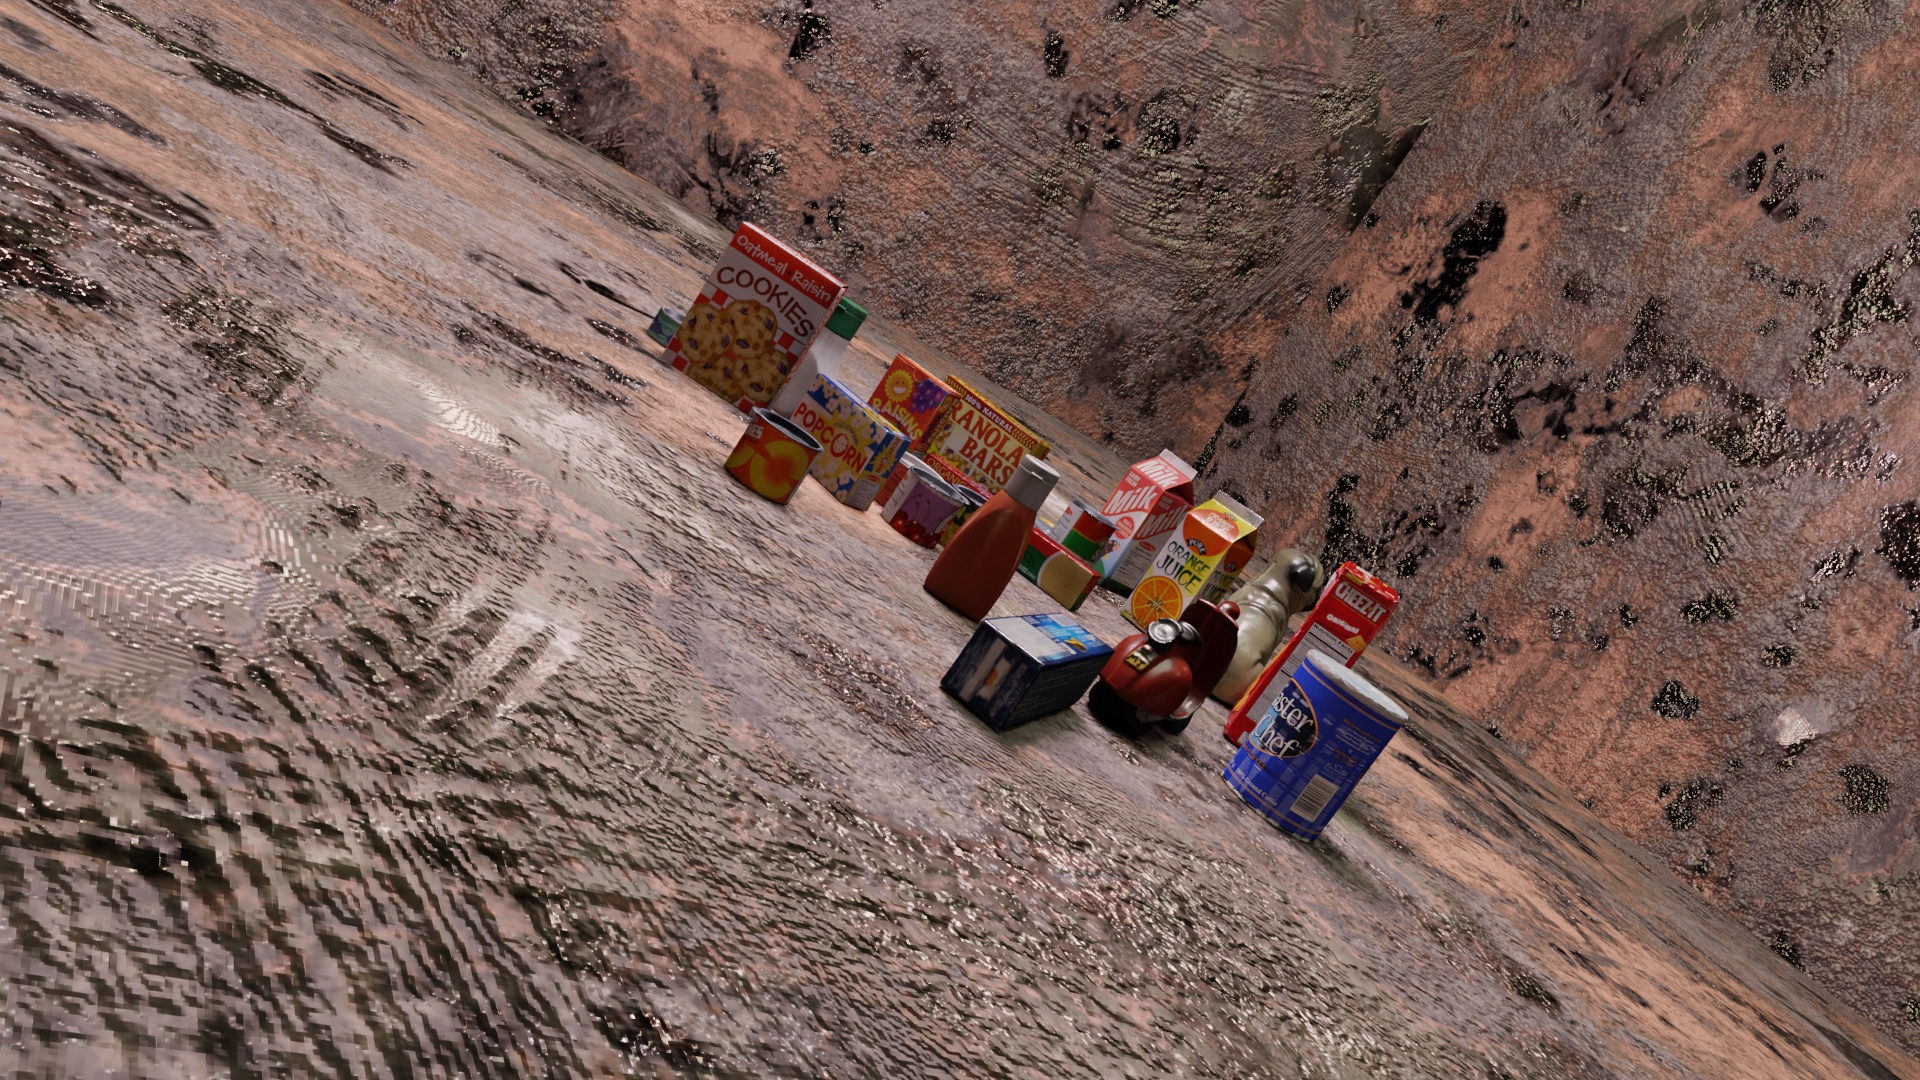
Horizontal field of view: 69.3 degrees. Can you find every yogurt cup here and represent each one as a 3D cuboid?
[{"bbox_3d":[-0.058,-0.057,1.450,0.072,0.054,0.072,32,10,-6],"label":"yogurt cup"}]

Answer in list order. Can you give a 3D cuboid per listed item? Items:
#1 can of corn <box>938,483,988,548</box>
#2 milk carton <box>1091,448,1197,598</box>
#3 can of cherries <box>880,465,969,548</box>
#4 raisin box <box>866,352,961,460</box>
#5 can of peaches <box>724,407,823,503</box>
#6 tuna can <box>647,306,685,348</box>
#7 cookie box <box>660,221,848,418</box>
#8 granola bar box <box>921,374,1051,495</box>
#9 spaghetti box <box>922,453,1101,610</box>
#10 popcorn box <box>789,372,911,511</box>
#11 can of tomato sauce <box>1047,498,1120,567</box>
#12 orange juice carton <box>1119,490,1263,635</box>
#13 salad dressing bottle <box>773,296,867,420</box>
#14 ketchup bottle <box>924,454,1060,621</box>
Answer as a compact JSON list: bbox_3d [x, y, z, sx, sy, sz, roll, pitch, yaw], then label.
[{"bbox_3d":[0.005,-0.018,1.451,0.071,0.058,0.071,32,10,-6],"label":"can of corn"},{"bbox_3d":[0.235,-0.026,1.814,0.073,0.190,0.072,24,13,-43],"label":"milk carton"},{"bbox_3d":[-0.035,-0.032,1.392,0.071,0.058,0.071,32,10,-6],"label":"can of cherries"},{"bbox_3d":[-0.068,-0.142,1.616,0.086,0.123,0.040,38,11,23],"label":"raisin box"},{"bbox_3d":[-0.163,-0.073,1.197,0.071,0.058,0.071,32,10,-6],"label":"can of peaches"},{"bbox_3d":[-0.309,-0.228,1.528,0.071,0.032,0.071,32,10,-6],"label":"tuna can"},{"bbox_3d":[-0.214,-0.228,1.444,0.123,0.167,0.040,33,10,-2],"label":"cookie box"},{"bbox_3d":[0.015,-0.111,1.723,0.166,0.124,0.039,39,11,30],"label":"granola bar box"},{"bbox_3d":[0.045,-0.012,1.569,0.250,0.050,0.029,37,11,21],"label":"spaghetti box"},{"bbox_3d":[-0.117,-0.098,1.373,0.127,0.085,0.038,41,12,37],"label":"popcorn box"},{"bbox_3d":[0.145,0.001,1.718,0.071,0.083,0.071,32,10,-6],"label":"can of tomato sauce"},{"bbox_3d":[0.284,0.035,1.678,0.072,0.192,0.073,40,12,33],"label":"orange juice carton"},{"bbox_3d":[-0.157,-0.202,1.553,0.064,0.147,0.044,38,11,26],"label":"salad dressing bottle"},{"bbox_3d":[0.032,-0.005,1.221,0.065,0.148,0.043,33,10,-1],"label":"ketchup bottle"}]
